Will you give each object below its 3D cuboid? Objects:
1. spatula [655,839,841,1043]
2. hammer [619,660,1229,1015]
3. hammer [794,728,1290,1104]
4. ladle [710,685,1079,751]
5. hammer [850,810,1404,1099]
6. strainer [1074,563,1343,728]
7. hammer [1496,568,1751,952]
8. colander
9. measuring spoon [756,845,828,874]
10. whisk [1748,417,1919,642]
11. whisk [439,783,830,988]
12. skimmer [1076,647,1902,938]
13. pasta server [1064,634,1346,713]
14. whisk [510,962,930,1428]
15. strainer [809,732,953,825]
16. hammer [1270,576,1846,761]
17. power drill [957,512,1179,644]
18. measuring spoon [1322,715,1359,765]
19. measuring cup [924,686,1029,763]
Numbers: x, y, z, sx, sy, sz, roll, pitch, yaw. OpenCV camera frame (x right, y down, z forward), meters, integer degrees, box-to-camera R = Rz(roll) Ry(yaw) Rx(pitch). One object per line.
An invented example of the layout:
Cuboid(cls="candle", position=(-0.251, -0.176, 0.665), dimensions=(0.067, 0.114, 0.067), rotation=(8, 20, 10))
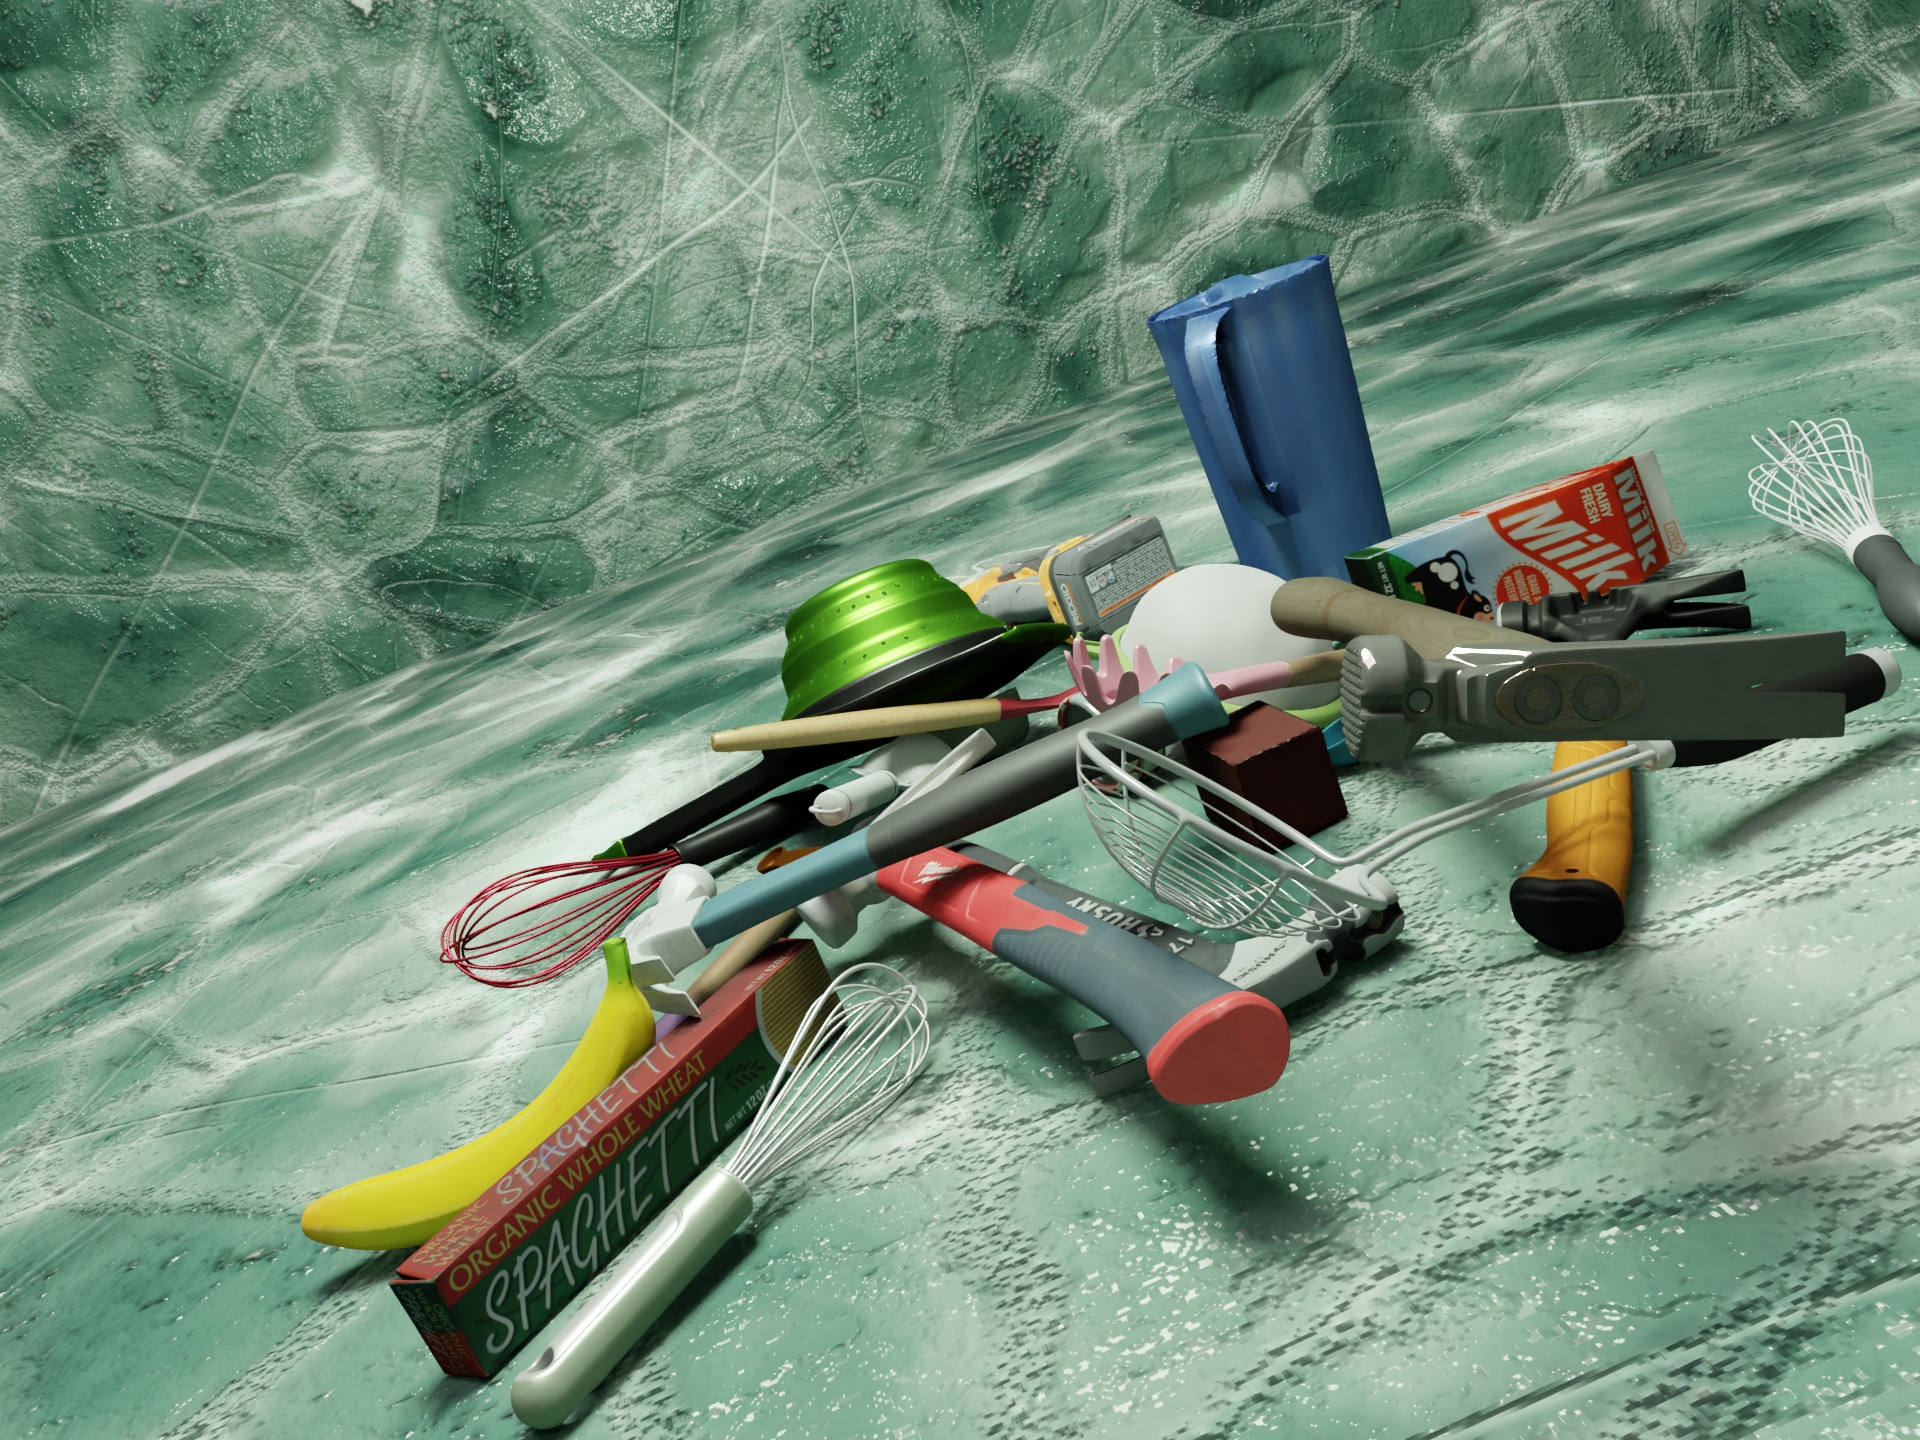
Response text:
Cuboid(cls="spatula", position=(-0.137, 0.147, 0.878), dimensions=(0.060, 0.018, 0.316), rotation=(-9, 21, 30))
Cuboid(cls="hammer", position=(-0.027, 0.053, 0.748), dimensions=(0.331, 0.033, 0.128), rotation=(-26, 17, 20))
Cuboid(cls="hammer", position=(0.036, 0.078, 0.699), dimensions=(0.143, 0.038, 0.386), rotation=(-43, 18, -13))
Cuboid(cls="ladle", position=(-0.002, -0.003, 0.993), dimensions=(0.315, 0.031, 0.069), rotation=(-7, 7, -23))
Cuboid(cls="hammer", position=(0.034, 0.092, 0.815), dimensions=(0.149, 0.036, 0.409), rotation=(-28, 17, -22))
Cuboid(cls="strainer", position=(0.200, -0.066, 0.989), dimensions=(0.152, 0.069, 0.256), rotation=(27, 30, 33))
Cuboid(cls="hammer", position=(0.304, 0.007, 0.743), dimensions=(0.127, 0.034, 0.337), rotation=(-7, 22, 27))
Cuboid(cls="colander", position=(-0.119, -0.011, 1.110), dimensions=(0.397, 0.094, 0.204), rotation=(-28, -8, 23))
Cuboid(cls="measuring spoon", position=(-0.073, 0.077, 0.837), dimensions=(0.117, 0.011, 0.021), rotation=(-5, 38, 53))
Cuboid(cls="whisk", position=(0.482, -0.104, 0.859), dimensions=(0.070, 0.070, 0.285), rotation=(-15, 21, 20))
Cuboid(cls="whisk", position=(-0.206, 0.101, 1.059), dimensions=(0.296, 0.073, 0.073), rotation=(-23, 14, -34))
Cuboid(cls="skimmer", position=(0.221, 0.003, 0.623), dimensions=(0.363, 0.090, 0.127), rotation=(-17, 23, -14))
Cuboid(cls="pasta server", position=(0.200, -0.036, 0.871), dimensions=(0.316, 0.040, 0.060), rotation=(-9, 25, -23))
Cuboid(cls="whisk", position=(-0.089, 0.184, 0.643), dimensions=(0.058, 0.059, 0.246), rotation=(-22, 15, 45))
Cuboid(cls="strainer", position=(-0.043, 0.037, 0.947), dimensions=(0.087, 0.050, 0.258), rotation=(15, 7, 11))
Cuboid(cls="hammer", position=(0.199, -0.035, 0.660), dimensions=(0.146, 0.038, 0.411), rotation=(-2, 8, 3))
Cuboid(cls="power drill", position=(0.088, -0.118, 1.374), dimensions=(0.185, 0.084, 0.226), rotation=(-30, 14, -35))
Cuboid(cls="measuring spoon", position=(0.245, -0.006, 0.844), dimensions=(0.128, 0.021, 0.042), rotation=(-30, 10, 35))
Cuboid(cls="measuring cup", position=(-0.005, 0.017, 1.133), dimensions=(0.083, 0.038, 0.167), rotation=(-26, -1, -23))
